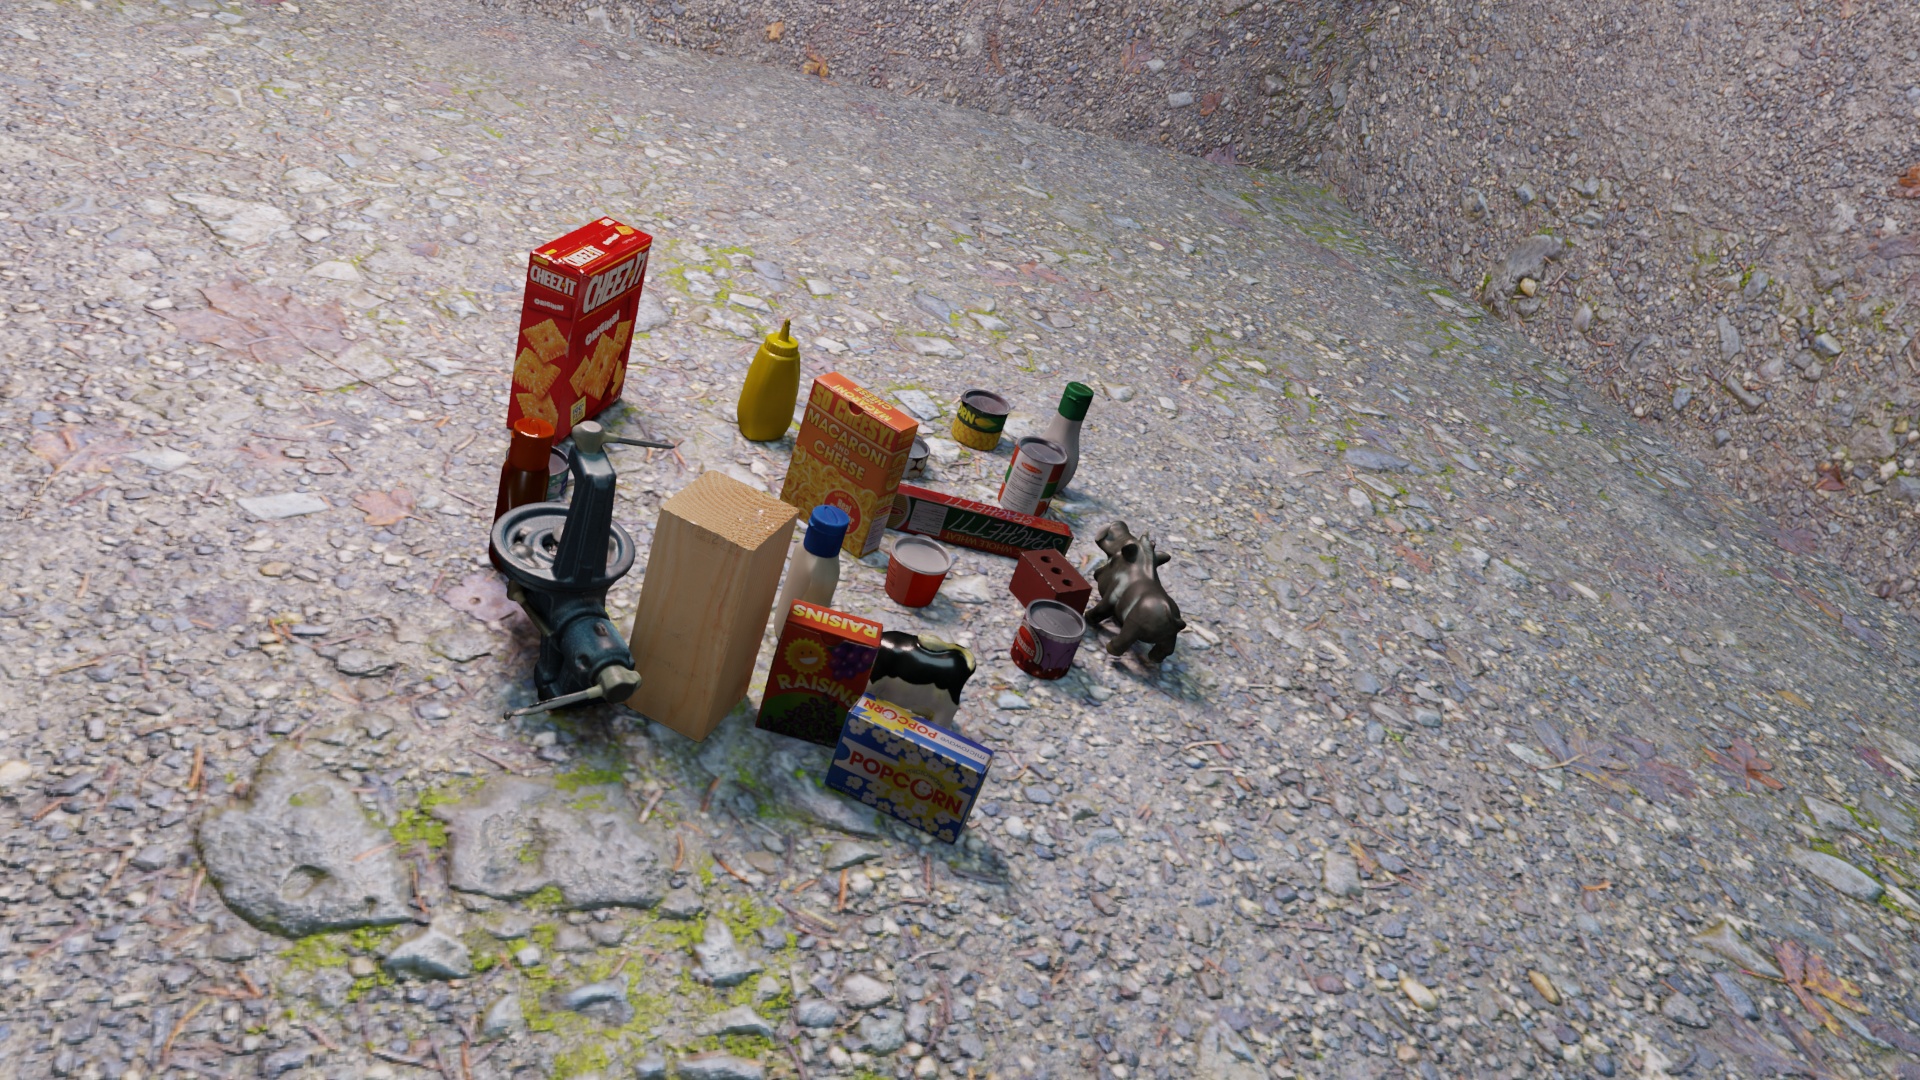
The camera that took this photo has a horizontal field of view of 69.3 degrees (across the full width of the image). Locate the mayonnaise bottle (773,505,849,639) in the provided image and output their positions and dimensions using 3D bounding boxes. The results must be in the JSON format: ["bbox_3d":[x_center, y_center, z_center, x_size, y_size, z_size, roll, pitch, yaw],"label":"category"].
[{"bbox_3d":[-0.142,0.036,1.335,0.041,0.147,0.065,1,35,-30],"label":"mayonnaise bottle"}]

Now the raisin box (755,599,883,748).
[{"bbox_3d":[-0.126,0.120,1.232,0.086,0.122,0.040,17,30,-5],"label":"raisin box"}]

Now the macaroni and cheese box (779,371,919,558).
[{"bbox_3d":[-0.125,-0.082,1.521,0.124,0.165,0.040,33,32,21],"label":"macaroni and cheese box"}]

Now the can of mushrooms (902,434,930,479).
[{"bbox_3d":[-0.072,-0.108,1.727,0.071,0.033,0.071,15,30,-9],"label":"can of mushrooms"}]

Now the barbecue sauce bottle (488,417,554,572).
[{"bbox_3d":[-0.412,-0.044,1.306,0.044,0.147,0.065,2,34,-29],"label":"barbecue sauce bottle"}]

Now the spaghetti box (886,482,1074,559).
[{"bbox_3d":[0.006,-0.020,1.613,0.250,0.050,0.029,14,30,-11],"label":"spaghetti box"}]

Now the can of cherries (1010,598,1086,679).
[{"bbox_3d":[0.089,0.103,1.452,0.071,0.058,0.072,15,30,-9],"label":"can of cherries"}]

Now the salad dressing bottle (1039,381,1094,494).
[{"bbox_3d":[0.129,-0.130,1.769,0.064,0.147,0.044,31,31,18],"label":"salad dressing bottle"}]

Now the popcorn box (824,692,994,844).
[{"bbox_3d":[-0.044,0.196,1.195,0.127,0.084,0.038,24,30,7],"label":"popcorn box"}]

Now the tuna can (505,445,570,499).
[{"bbox_3d":[-0.442,-0.071,1.448,0.071,0.032,0.071,15,30,-9],"label":"tuna can"}]

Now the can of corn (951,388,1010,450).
[{"bbox_3d":[0.024,-0.161,1.846,0.071,0.058,0.071,15,30,-9],"label":"can of corn"}]

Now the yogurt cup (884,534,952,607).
[{"bbox_3d":[-0.048,0.035,1.487,0.072,0.053,0.073,15,30,-9],"label":"yogurt cup"}]

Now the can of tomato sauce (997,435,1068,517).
[{"bbox_3d":[0.090,-0.079,1.726,0.071,0.082,0.071,15,30,-9],"label":"can of tomato sauce"}]

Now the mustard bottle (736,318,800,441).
[{"bbox_3d":[-0.222,-0.196,1.656,0.065,0.159,0.049,-6,39,-38],"label":"mustard bottle"}]
